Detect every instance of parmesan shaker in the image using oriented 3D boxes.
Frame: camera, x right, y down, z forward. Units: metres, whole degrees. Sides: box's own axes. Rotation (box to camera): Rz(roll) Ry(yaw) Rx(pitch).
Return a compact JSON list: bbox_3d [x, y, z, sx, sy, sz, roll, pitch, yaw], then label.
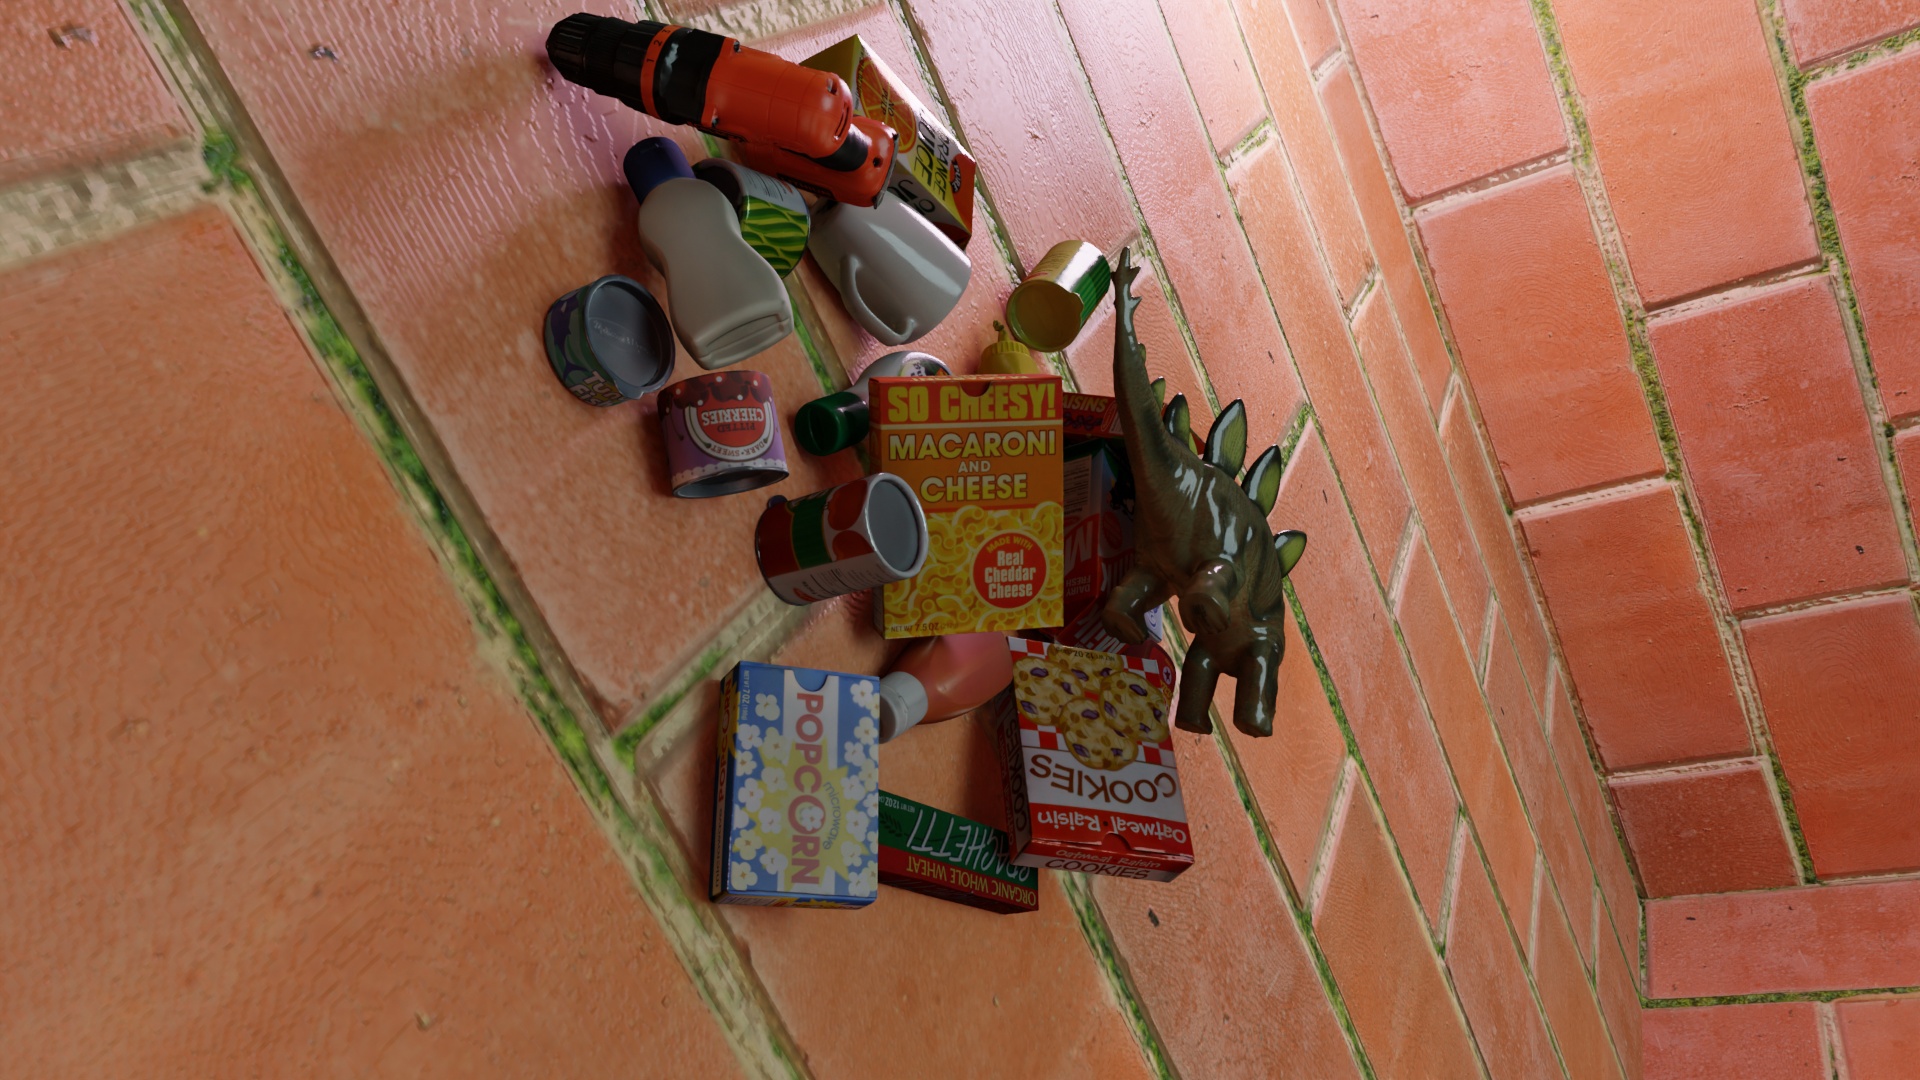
[{"bbox_3d":[0.090,-0.215,1.210,0.071,0.071,0.103,62,33,-20],"label":"parmesan shaker"}]

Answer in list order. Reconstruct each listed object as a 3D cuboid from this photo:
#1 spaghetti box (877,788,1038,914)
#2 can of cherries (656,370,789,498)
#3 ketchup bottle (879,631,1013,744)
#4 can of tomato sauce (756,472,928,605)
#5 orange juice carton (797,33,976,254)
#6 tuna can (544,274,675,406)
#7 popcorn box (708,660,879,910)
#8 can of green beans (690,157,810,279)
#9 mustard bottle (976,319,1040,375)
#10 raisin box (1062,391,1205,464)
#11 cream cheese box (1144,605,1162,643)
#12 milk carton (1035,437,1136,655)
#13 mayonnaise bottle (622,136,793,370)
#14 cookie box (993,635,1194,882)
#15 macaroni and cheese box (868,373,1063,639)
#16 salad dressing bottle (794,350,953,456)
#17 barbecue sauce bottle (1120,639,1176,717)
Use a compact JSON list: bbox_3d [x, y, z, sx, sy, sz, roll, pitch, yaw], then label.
[{"bbox_3d":[-0.025,0.196,0.884,0.250,0.028,0.050,31,52,-49],"label":"spaghetti box"},{"bbox_3d":[-0.133,-0.060,0.783,0.071,0.071,0.058,0,76,-58],"label":"can of cherries"},{"bbox_3d":[-0.018,0.093,0.925,0.149,0.043,0.064,-25,91,-58],"label":"ketchup bottle"},{"bbox_3d":[-0.071,-0.002,0.845,0.071,0.083,0.071,30,52,-50],"label":"can of tomato sauce"},{"bbox_3d":[-0.048,-0.268,1.011,0.192,0.073,0.072,35,48,-47],"label":"orange juice carton"},{"bbox_3d":[-0.189,-0.105,0.750,0.071,0.032,0.071,31,52,-49],"label":"tuna can"},{"bbox_3d":[-0.090,0.136,0.764,0.085,0.038,0.127,10,65,-24],"label":"popcorn box"},{"bbox_3d":[-0.135,-0.193,0.845,0.058,0.071,0.071,3,74,-57],"label":"can of green beans"},{"bbox_3d":[0.041,-0.106,1.092,0.049,0.065,0.161,25,52,-47],"label":"mustard bottle"},{"bbox_3d":[0.136,-0.086,1.174,0.086,0.123,0.040,35,73,-46],"label":"raisin box"},{"bbox_3d":[0.162,0.038,1.258,0.053,0.024,0.104,39,46,-43],"label":"cream cheese box"},{"bbox_3d":[0.097,0.020,1.115,0.072,0.073,0.191,41,44,-43],"label":"milk carton"},{"bbox_3d":[-0.149,-0.166,0.784,0.148,0.065,0.041,61,-8,27],"label":"mayonnaise bottle"},{"bbox_3d":[0.091,0.153,0.985,0.123,0.040,0.168,11,47,-18],"label":"cookie box"},{"bbox_3d":[0.005,-0.024,0.906,0.040,0.124,0.166,-151,-121,-72],"label":"macaroni and cheese box"},{"bbox_3d":[-0.056,-0.091,0.946,0.148,0.044,0.064,-30,110,-56],"label":"salad dressing bottle"},{"bbox_3d":[0.147,0.156,1.164,0.064,0.043,0.149,55,36,-32],"label":"barbecue sauce bottle"}]
